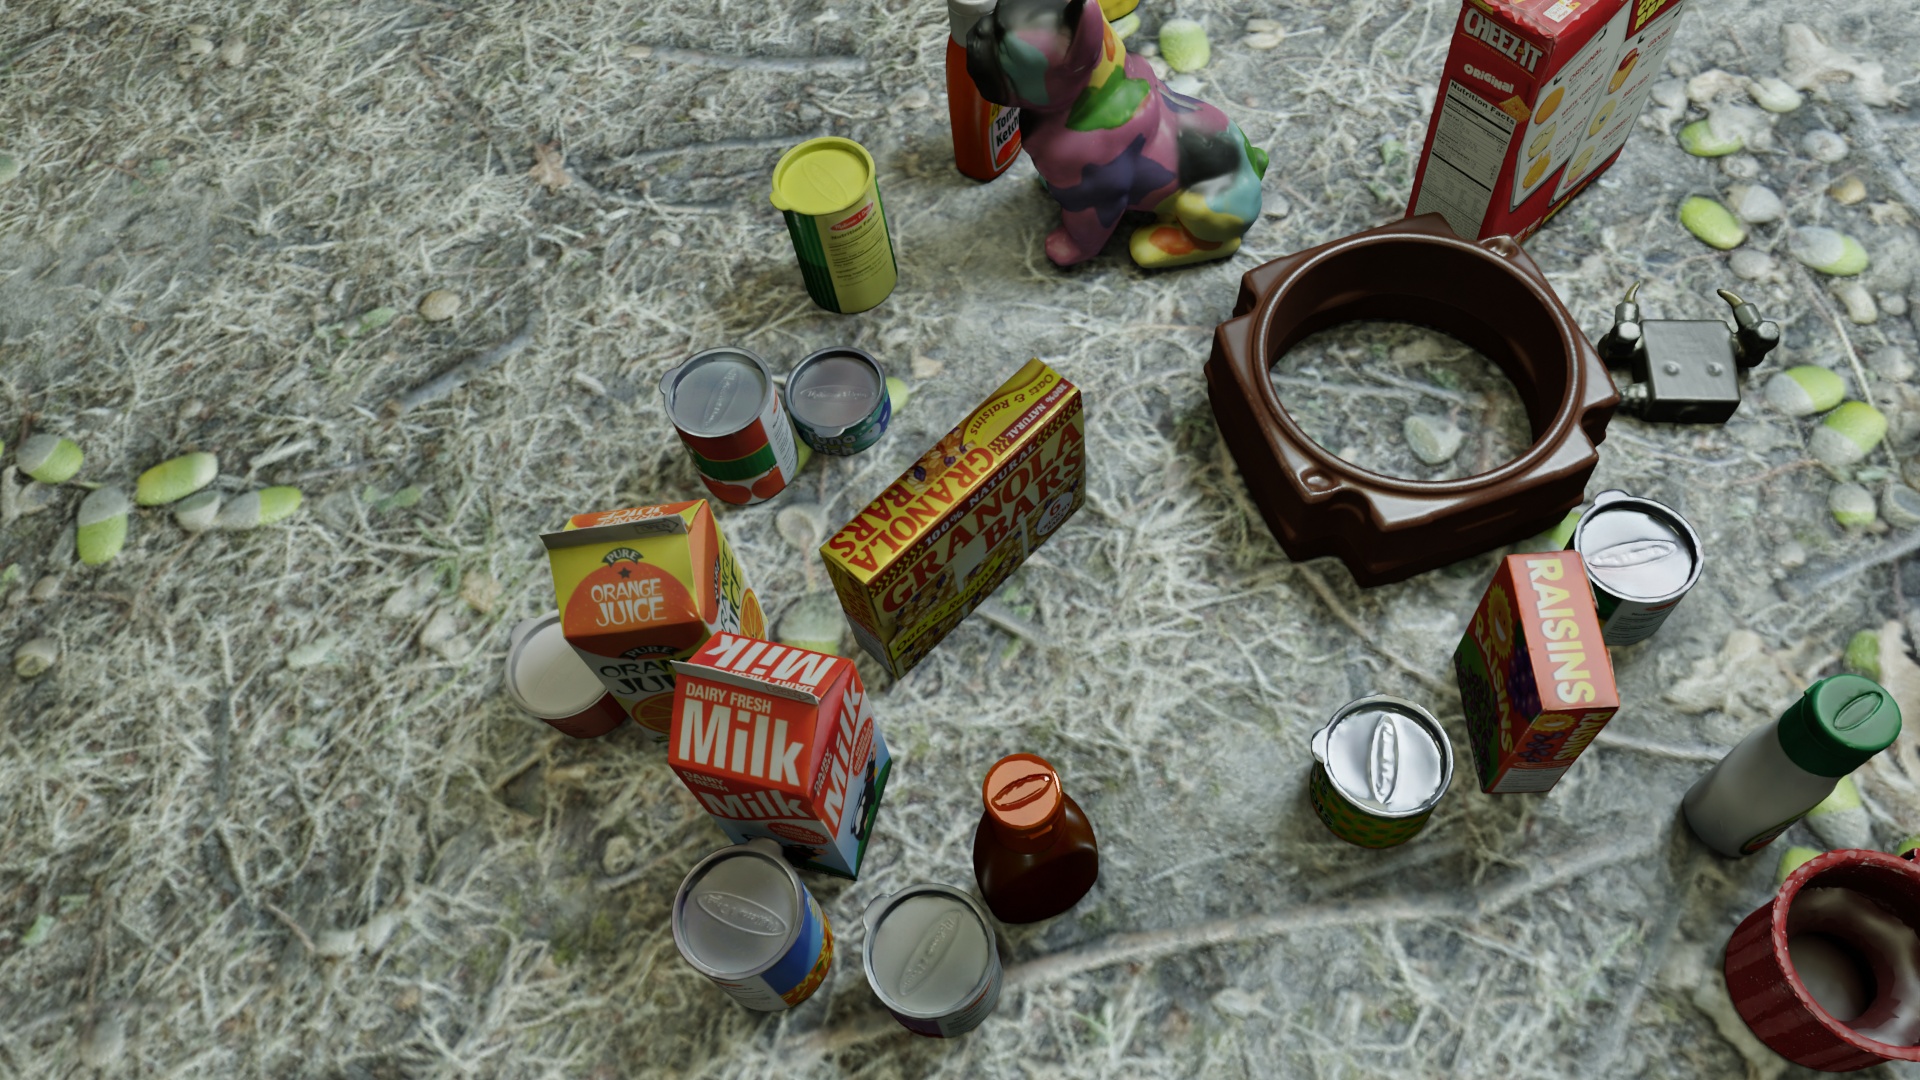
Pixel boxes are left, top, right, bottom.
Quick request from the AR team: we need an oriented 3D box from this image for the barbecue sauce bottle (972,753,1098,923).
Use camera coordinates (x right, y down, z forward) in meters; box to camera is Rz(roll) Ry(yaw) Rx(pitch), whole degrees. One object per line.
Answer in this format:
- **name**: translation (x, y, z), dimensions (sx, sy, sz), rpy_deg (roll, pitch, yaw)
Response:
- **barbecue sauce bottle**: translation (0.035, 0.148, 0.686), dimensions (0.065, 0.148, 0.044), rpy_deg (-23, 61, -6)

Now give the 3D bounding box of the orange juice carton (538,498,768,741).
- **orange juice carton**: translation (-0.158, 0.038, 0.744), dimensions (0.072, 0.191, 0.073), rpy_deg (-7, 61, 3)

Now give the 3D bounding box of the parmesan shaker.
- **parmesan shaker**: translation (-0.084, -0.207, 0.925), dimensions (0.071, 0.102, 0.071), rpy_deg (-3, 61, 5)

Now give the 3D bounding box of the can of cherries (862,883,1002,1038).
- **can of cherries**: translation (-0.015, 0.212, 0.707), dimensions (0.071, 0.058, 0.072), rpy_deg (-3, 61, 5)

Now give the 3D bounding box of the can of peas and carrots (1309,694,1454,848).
- **can of peas and carrots**: translation (0.217, 0.122, 0.731), dimensions (0.071, 0.058, 0.071), rpy_deg (-3, 61, 5)

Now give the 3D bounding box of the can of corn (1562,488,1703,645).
- **can of corn**: translation (0.368, 0.016, 0.774), dimensions (0.071, 0.058, 0.071), rpy_deg (-3, 61, 5)

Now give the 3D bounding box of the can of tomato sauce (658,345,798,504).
- **can of tomato sauce**: translation (-0.143, -0.070, 0.867), dimensions (0.071, 0.082, 0.071), rpy_deg (-3, 61, 5)

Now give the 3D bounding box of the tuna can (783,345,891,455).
- **tuna can**: translation (-0.079, -0.088, 0.898), dimensions (0.071, 0.032, 0.071), rpy_deg (-3, 61, 5)

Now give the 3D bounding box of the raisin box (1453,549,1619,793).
- **raisin box**: translation (0.293, 0.071, 0.714), dimensions (0.040, 0.123, 0.086), rpy_deg (-3, 61, 5)

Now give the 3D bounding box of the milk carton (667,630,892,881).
- **milk carton**: translation (-0.089, 0.105, 0.700), dimensions (0.072, 0.189, 0.074), rpy_deg (10, 63, 12)

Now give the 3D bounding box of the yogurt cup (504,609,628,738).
- **yogurt cup**: translation (-0.223, 0.080, 0.807), dimensions (0.072, 0.053, 0.073), rpy_deg (-3, 61, 5)

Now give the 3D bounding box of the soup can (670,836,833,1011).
- **soup can**: translation (-0.103, 0.197, 0.711), dimensions (0.071, 0.083, 0.071), rpy_deg (-3, 61, 5)

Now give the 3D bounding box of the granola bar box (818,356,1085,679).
- **granola bar box**: translation (0.003, -0.010, 0.792), dimensions (0.039, 0.123, 0.166), rpy_deg (39, 72, 24)

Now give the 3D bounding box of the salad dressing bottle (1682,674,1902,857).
- **salad dressing bottle**: translation (0.397, 0.109, 0.667), dimensions (0.064, 0.147, 0.044), rpy_deg (-32, 62, -11)

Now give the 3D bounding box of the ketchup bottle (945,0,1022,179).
- **ketchup bottle**: translation (0.015, -0.320, 0.952), dimensions (0.043, 0.148, 0.065), rpy_deg (23, 66, 18)
